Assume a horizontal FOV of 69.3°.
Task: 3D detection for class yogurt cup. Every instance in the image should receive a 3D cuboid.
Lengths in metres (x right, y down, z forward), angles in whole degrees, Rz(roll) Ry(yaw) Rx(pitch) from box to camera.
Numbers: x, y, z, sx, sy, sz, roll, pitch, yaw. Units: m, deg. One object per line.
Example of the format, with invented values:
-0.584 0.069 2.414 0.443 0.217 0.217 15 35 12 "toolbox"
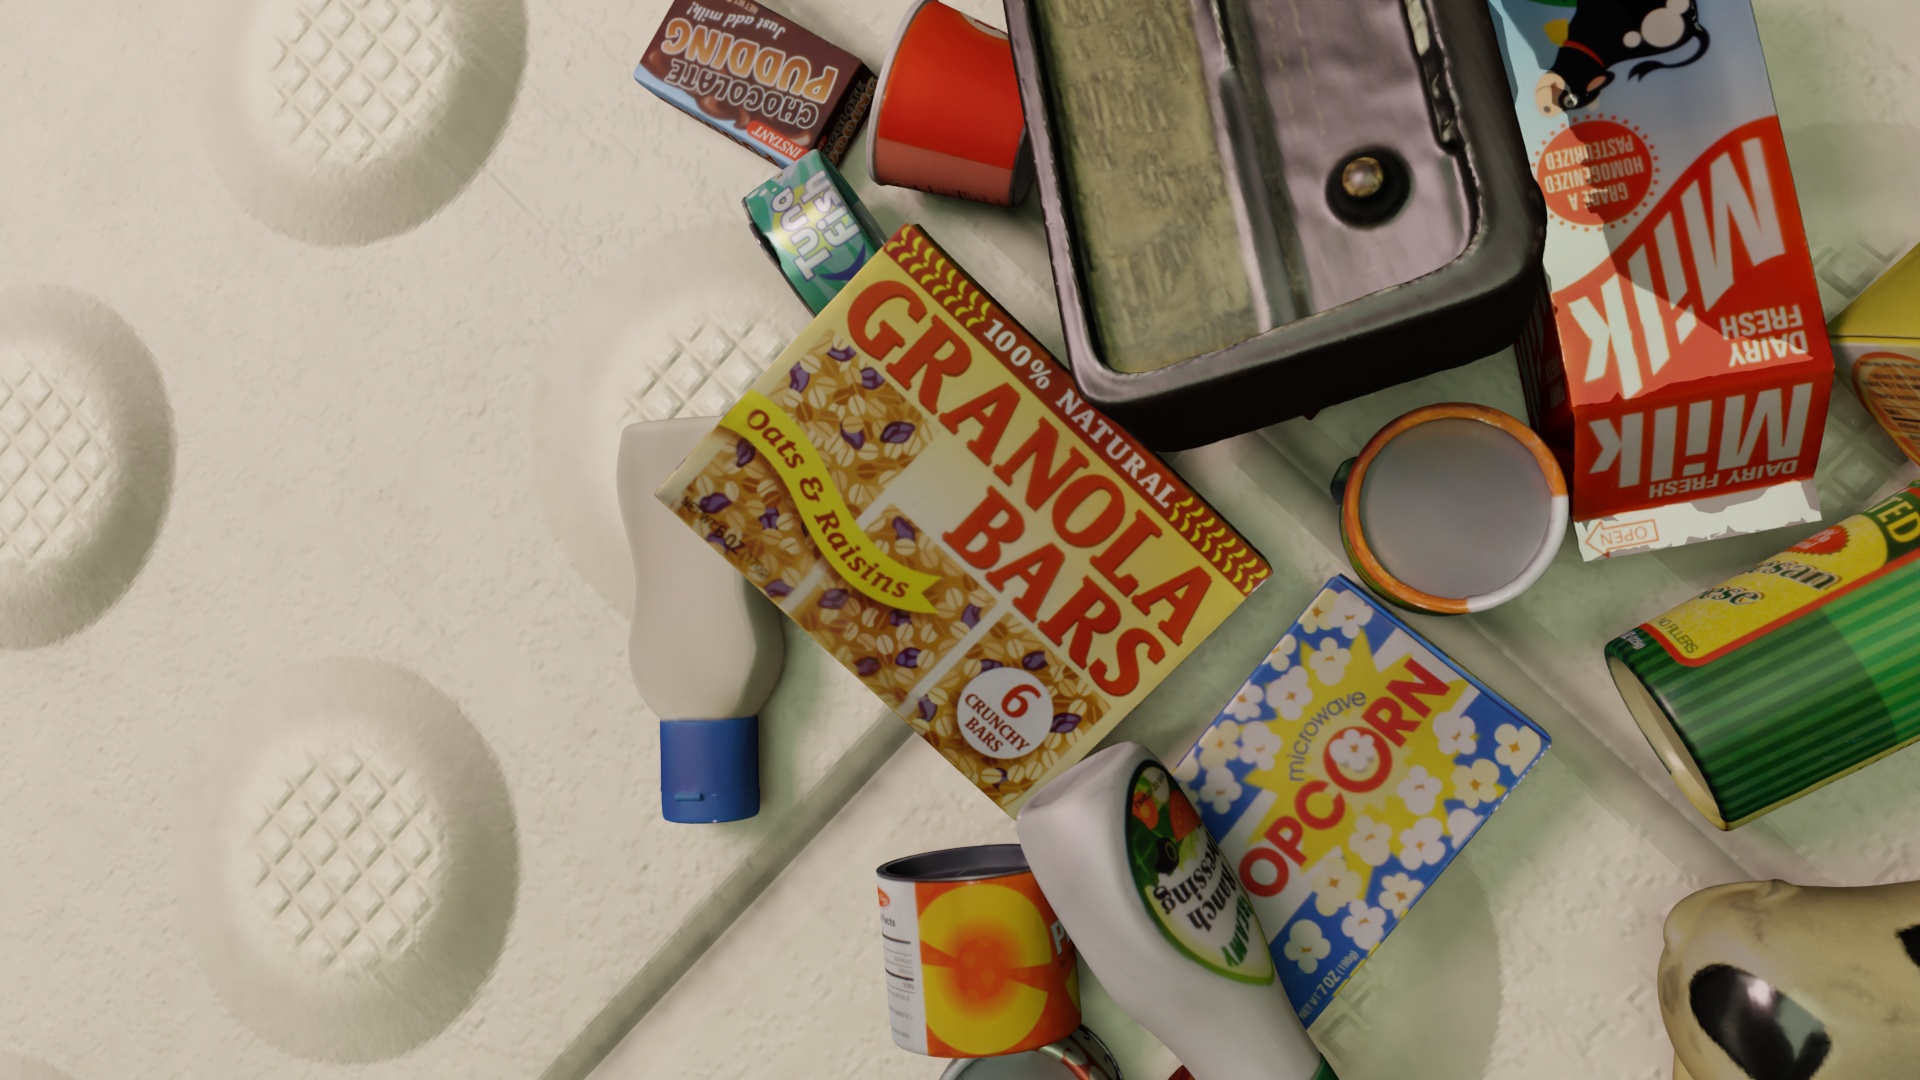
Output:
0.003 -0.153 0.497 0.054 0.072 0.072 20 91 7 "yogurt cup"

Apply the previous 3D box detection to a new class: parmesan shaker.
0.258 0.035 0.414 0.103 0.071 0.071 -30 80 11 "parmesan shaker"

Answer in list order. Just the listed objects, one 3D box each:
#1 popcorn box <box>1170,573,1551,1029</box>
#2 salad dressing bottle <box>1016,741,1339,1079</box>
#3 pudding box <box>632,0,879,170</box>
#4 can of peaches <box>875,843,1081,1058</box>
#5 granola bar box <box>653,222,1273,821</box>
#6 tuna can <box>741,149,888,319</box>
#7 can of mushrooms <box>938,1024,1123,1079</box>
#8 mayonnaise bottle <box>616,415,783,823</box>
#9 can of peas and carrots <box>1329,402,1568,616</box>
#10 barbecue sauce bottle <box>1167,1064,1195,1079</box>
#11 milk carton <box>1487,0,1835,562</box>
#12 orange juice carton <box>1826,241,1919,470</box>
0.120 0.085 0.463 0.085 0.038 0.126 39 96 13 "popcorn box"
0.074 0.134 0.422 0.044 0.064 0.147 -34 88 31 "salad dressing bottle"
-0.078 -0.177 0.535 0.084 0.030 0.049 33 95 14 "pudding box"
0.009 0.137 0.473 0.071 0.071 0.058 -6 85 14 "can of peaches"
0.002 -0.006 0.472 0.165 0.039 0.124 43 98 -7 "granola bar box"
-0.047 -0.106 0.501 0.033 0.071 0.071 -33 79 9 "tuna can"
0.025 0.202 0.481 0.071 0.033 0.071 -1 85 14 "can of mushrooms"
-0.095 0.029 0.520 0.065 0.041 0.148 -2 87 16 "mayonnaise bottle"
0.155 -0.010 0.450 0.071 0.059 0.071 -1 86 14 "can of peas and carrots"
0.123 0.234 0.443 0.148 0.043 0.065 33 53 7 "barbecue sauce bottle"
0.211 -0.093 0.434 0.072 0.073 0.190 -11 84 13 "milk carton"
0.340 -0.011 0.382 0.071 0.073 0.192 -44 95 8 "orange juice carton"
